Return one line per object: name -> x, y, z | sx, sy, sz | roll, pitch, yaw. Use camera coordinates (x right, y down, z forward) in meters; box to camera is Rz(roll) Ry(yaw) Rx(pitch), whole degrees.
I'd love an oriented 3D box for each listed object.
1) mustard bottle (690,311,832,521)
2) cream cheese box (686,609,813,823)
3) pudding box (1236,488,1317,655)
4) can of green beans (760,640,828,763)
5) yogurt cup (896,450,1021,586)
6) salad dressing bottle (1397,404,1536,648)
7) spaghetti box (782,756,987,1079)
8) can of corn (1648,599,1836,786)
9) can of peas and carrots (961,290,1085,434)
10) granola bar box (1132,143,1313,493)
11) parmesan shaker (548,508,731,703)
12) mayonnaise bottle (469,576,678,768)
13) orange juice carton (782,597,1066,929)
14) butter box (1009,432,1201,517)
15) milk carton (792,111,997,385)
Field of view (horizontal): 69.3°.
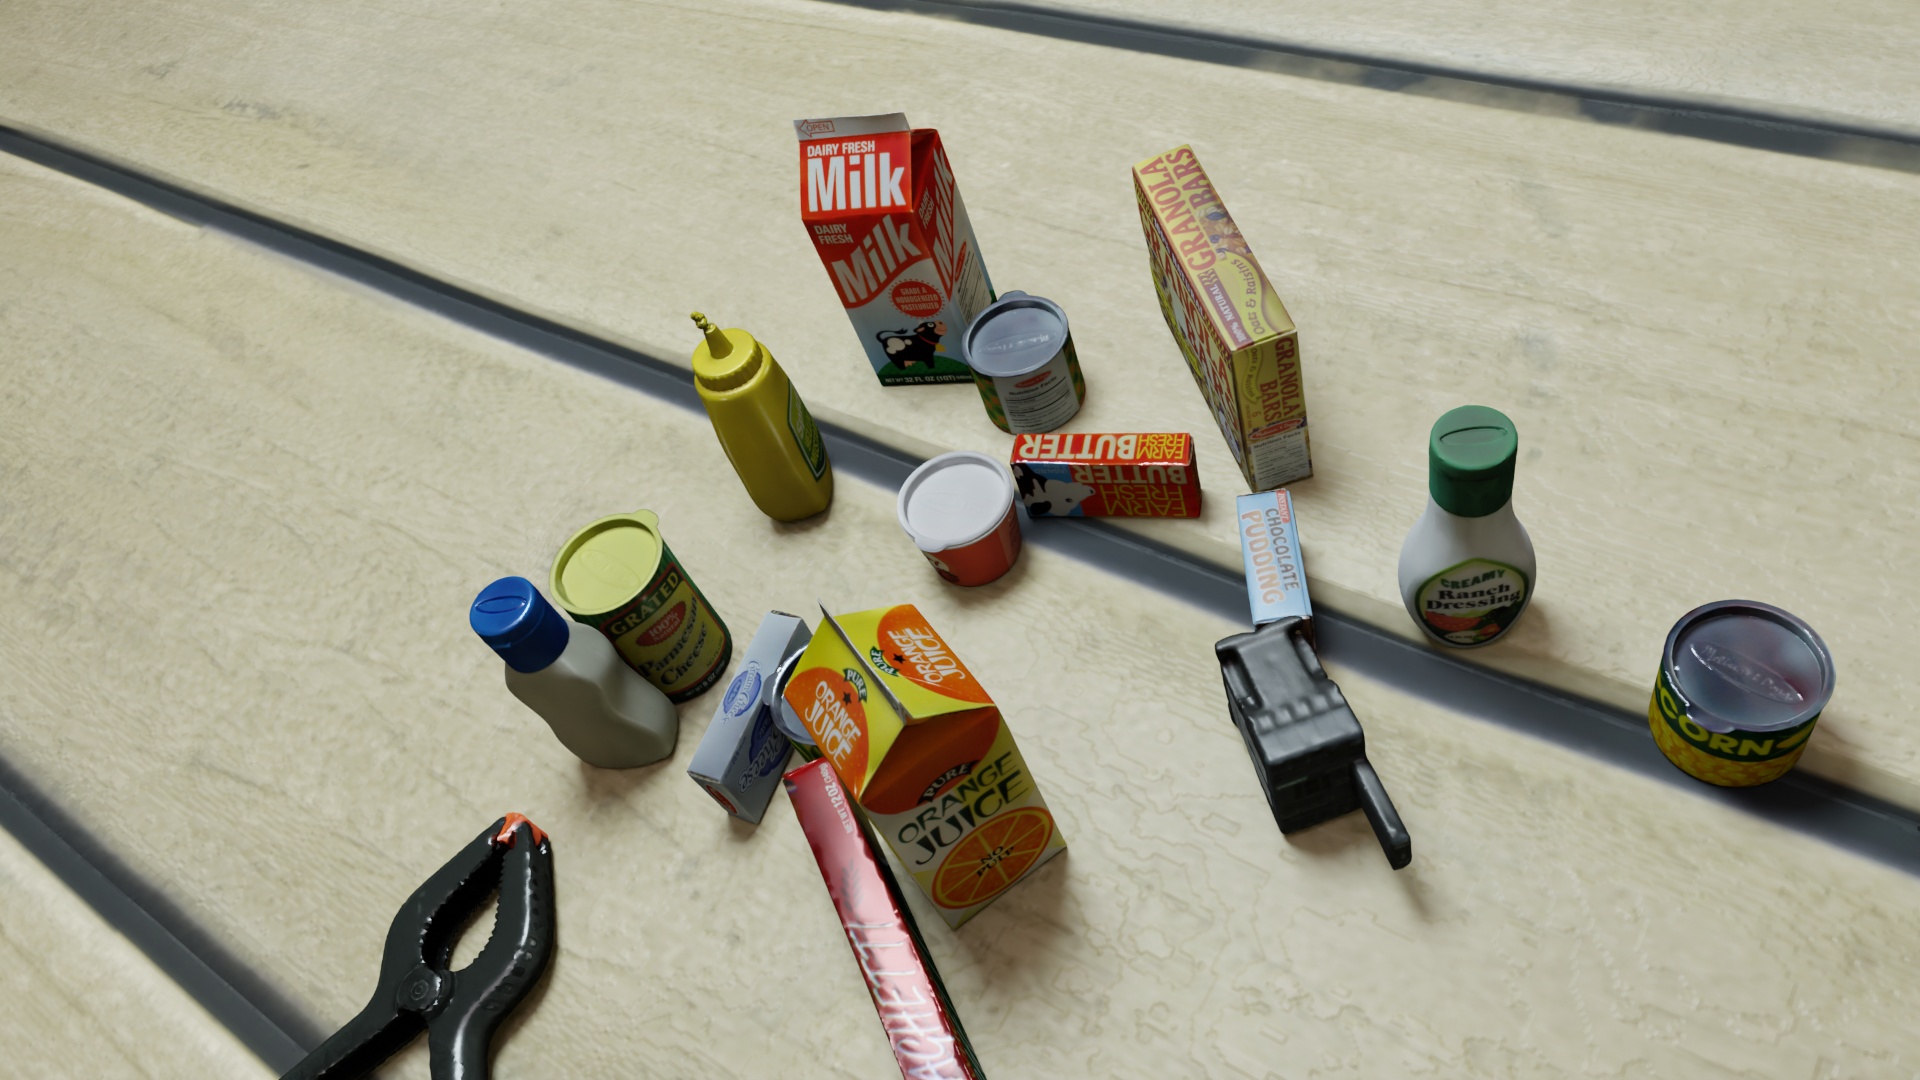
mustard bottle -> -0.121, -0.077, 0.821 | 0.049, 0.159, 0.065 | -13, 52, 9
cream cheese box -> -0.108, 0.096, 0.757 | 0.024, 0.053, 0.104 | 9, 58, 24
pudding box -> 0.165, 0.020, 0.726 | 0.030, 0.049, 0.084 | -9, 53, 12
can of green beans -> -0.061, 0.092, 0.741 | 0.071, 0.057, 0.071 | -9, 53, 12
yogurt cup -> 0.003, -0.010, 0.799 | 0.072, 0.053, 0.073 | -9, 53, 12
salad dressing bottle -> 0.240, -0.004, 0.657 | 0.064, 0.147, 0.044 | -7, 53, 14
spaghetti box -> -0.024, 0.211, 0.646 | 0.029, 0.050, 0.251 | -28, 51, -3
can of corn -> 0.347, 0.071, 0.623 | 0.071, 0.058, 0.071 | -9, 53, 12
can of peas and carrots -> 0.040, -0.109, 0.858 | 0.071, 0.058, 0.071 | -9, 53, 12
granola bar box -> 0.148, -0.126, 0.792 | 0.039, 0.123, 0.166 | -20, 51, 4
parmesan shaker -> -0.177, 0.039, 0.790 | 0.071, 0.102, 0.071 | -9, 53, 12
mayonnaise bottle -> -0.208, 0.073, 0.746 | 0.065, 0.147, 0.041 | -7, 53, 14
orange juice carton -> -0.018, 0.098, 0.636 | 0.073, 0.191, 0.072 | -35, 52, -8
butter box -> 0.084, -0.037, 0.793 | 0.103, 0.053, 0.024 | 1, 55, 19
milk carton -> -0.039, -0.185, 0.855 | 0.072, 0.189, 0.074 | 1, 55, 19
